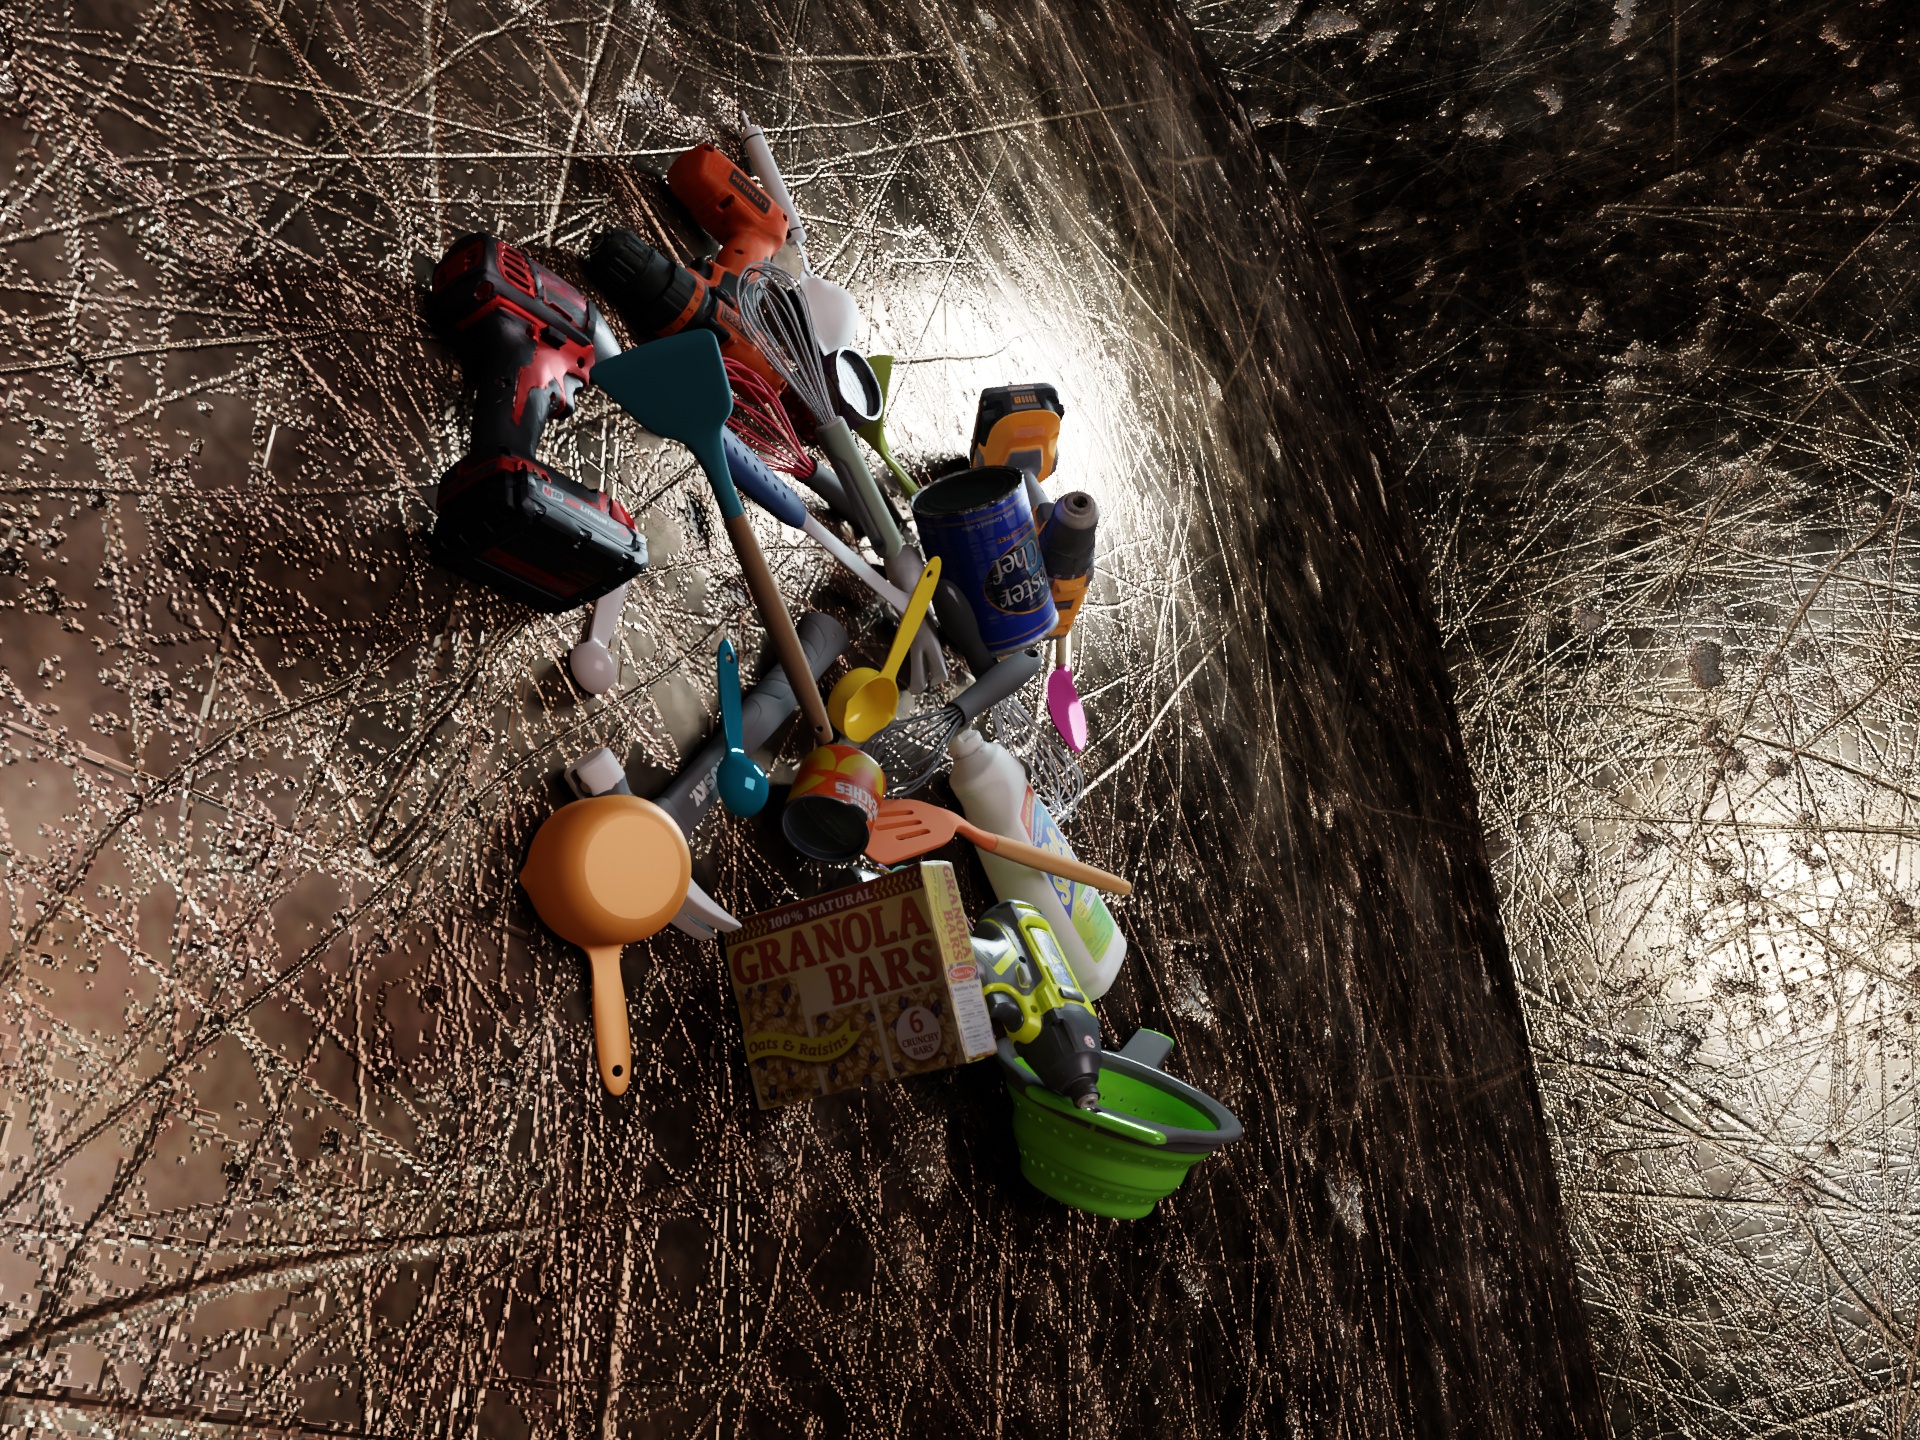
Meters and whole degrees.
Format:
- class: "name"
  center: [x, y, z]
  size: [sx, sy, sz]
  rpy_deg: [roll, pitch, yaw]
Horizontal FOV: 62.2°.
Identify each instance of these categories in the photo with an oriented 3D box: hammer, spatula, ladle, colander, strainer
- class: "hammer"
  center: [-0.115, -0.146, 1.192]
  size: [0.405, 0.035, 0.144]
  rpy_deg: [38, 32, -57]
- class: "spatula"
  center: [-0.145, -0.110, 1.063]
  size: [0.044, 0.082, 0.317]
  rpy_deg: [-96, 168, -60]
- class: "ladle"
  center: [-0.016, -0.185, 1.449]
  size: [0.320, 0.062, 0.078]
  rpy_deg: [60, 14, -24]
- class: "spatula"
  center: [0.034, 0.110, 1.278]
  size: [0.322, 0.041, 0.081]
  rpy_deg: [22, 16, -45]
- class: "hammer"
  center: [-0.148, 0.014, 1.108]
  size: [0.146, 0.035, 0.335]
  rpy_deg: [60, 29, -17]
- class: "colander"
  center: [0.130, 0.331, 1.331]
  size: [0.397, 0.204, 0.094]
  rpy_deg: [9, 99, -76]
- class: "strainer"
  center: [-0.141, -0.419, 1.397]
  size: [0.258, 0.050, 0.087]
  rpy_deg: [67, 12, 1]

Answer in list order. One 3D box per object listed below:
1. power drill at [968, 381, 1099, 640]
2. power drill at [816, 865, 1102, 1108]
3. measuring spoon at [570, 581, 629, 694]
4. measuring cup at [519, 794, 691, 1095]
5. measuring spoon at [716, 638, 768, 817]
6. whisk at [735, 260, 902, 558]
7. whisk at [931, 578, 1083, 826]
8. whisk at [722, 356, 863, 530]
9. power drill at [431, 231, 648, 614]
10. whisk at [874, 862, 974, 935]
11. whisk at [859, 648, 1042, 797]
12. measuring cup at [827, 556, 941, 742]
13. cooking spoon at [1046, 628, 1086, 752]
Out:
- class: "power drill"
  center: [0.075, -0.214, 1.497]
  size: [0.185, 0.084, 0.226]
  rpy_deg: [104, -25, -60]
- class: "power drill"
  center: [0.003, 0.192, 1.129]
  size: [0.223, 0.080, 0.171]
  rpy_deg: [20, 32, -40]
- class: "measuring spoon"
  center: [-0.227, -0.070, 1.038]
  size: [0.034, 0.018, 0.124]
  rpy_deg: [45, 36, -38]
- class: "measuring cup"
  center: [-0.195, 0.127, 0.912]
  size: [0.095, 0.052, 0.174]
  rpy_deg: [-1, 80, -37]
- class: "measuring spoon"
  center: [-0.145, 0.001, 1.060]
  size: [0.042, 0.021, 0.129]
  rpy_deg: [23, 53, -54]
- class: "whisk"
  center: [-0.104, -0.233, 1.212]
  size: [0.059, 0.058, 0.246]
  rpy_deg: [-41, 113, -37]
- class: "whisk"
  center: [0.038, -0.010, 1.391]
  size: [0.284, 0.070, 0.070]
  rpy_deg: [60, 28, -33]
- class: "whisk"
  center: [-0.133, -0.207, 1.257]
  size: [0.295, 0.073, 0.073]
  rpy_deg: [29, 48, -59]
- class: "power drill"
  center: [-0.261, -0.187, 0.999]
  size: [0.143, 0.078, 0.220]
  rpy_deg: [28, 46, -52]
- class: "whisk"
  center: [0.006, 0.176, 1.269]
  size: [0.244, 0.047, 0.051]
  rpy_deg: [45, 36, -44]
- class: "whisk"
  center: [-0.001, -0.004, 1.282]
  size: [0.239, 0.055, 0.055]
  rpy_deg: [-37, 106, -44]
- class: "measuring cup"
  center: [-0.057, -0.058, 1.227]
  size: [0.062, 0.029, 0.156]
  rpy_deg: [16, 100, -55]
- class: "cooking spoon"
  center: [0.100, -0.058, 1.540]
  size: [0.068, 0.017, 0.319]
  rpy_deg: [54, 19, -21]
